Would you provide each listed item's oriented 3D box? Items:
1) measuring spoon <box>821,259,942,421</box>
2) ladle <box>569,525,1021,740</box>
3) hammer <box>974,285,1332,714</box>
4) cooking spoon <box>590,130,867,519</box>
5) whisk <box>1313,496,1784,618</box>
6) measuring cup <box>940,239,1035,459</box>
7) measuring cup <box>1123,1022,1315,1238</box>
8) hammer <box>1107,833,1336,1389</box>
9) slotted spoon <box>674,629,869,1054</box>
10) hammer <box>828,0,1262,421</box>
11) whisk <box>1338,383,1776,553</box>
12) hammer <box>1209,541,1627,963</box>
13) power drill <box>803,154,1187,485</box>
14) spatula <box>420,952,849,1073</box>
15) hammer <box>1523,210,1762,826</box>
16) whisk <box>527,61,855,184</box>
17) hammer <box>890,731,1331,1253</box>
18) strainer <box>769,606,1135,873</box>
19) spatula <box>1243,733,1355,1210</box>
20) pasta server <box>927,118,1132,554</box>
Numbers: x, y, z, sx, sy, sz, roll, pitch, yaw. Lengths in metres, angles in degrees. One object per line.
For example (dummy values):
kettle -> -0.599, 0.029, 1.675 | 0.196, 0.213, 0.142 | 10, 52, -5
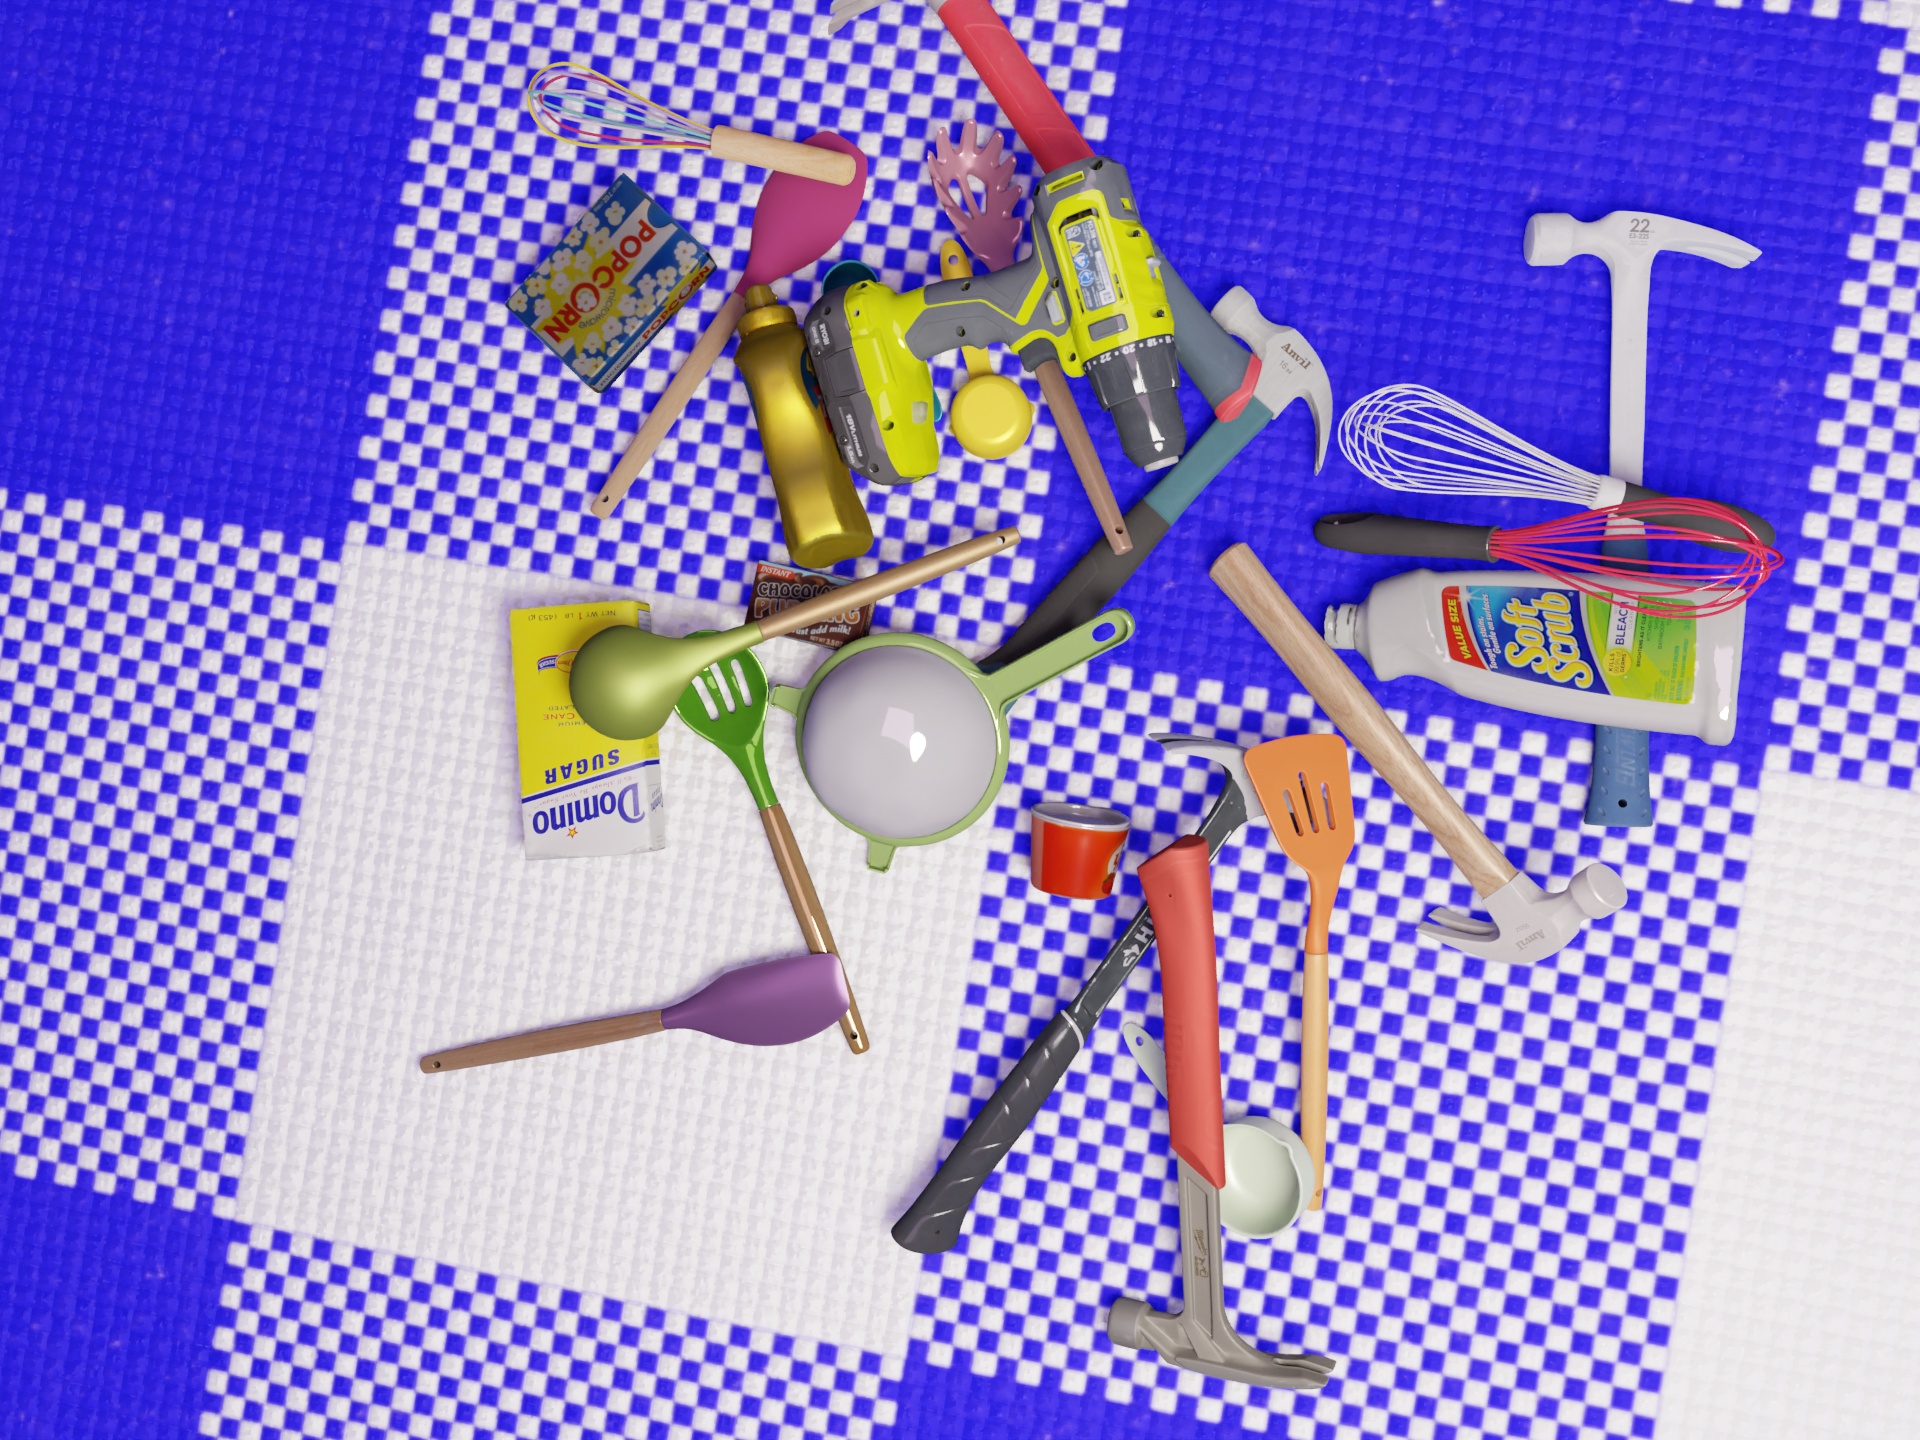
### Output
measuring spoon -> -0.051, -0.264, 1.115 | 0.042, 0.021, 0.128 | -33, 95, 12
ladle -> -0.110, -0.069, 1.073 | 0.320, 0.062, 0.078 | -21, 93, -6
hammer -> 0.123, -0.132, 1.084 | 0.128, 0.033, 0.331 | 43, 93, 6
cooking spoon -> -0.168, -0.276, 1.122 | 0.069, 0.017, 0.319 | 34, 91, 5
whisk -> 0.350, -0.108, 0.983 | 0.296, 0.073, 0.073 | 12, 90, 42
measuring cup -> 0.009, -0.258, 1.097 | 0.062, 0.029, 0.156 | -14, 90, 5
measuring cup -> 0.171, 0.268, 1.072 | 0.168, 0.038, 0.083 | 51, 119, 22
hammer -> 0.159, 0.251, 1.016 | 0.149, 0.036, 0.359 | 2, 102, 27
slotted spoon -> -0.126, 0.085, 1.109 | 0.070, 0.031, 0.314 | -22, 89, 5
hammer -> 0.066, -0.356, 1.058 | 0.143, 0.038, 0.386 | -31, 82, -14
whisk -> 0.380, -0.152, 1.015 | 0.284, 0.070, 0.070 | 16, 91, 1
hammer -> 0.276, 0.018, 1.041 | 0.031, 0.130, 0.331 | -27, 73, -39
power drill -> 0.029, -0.232, 1.027 | 0.228, 0.080, 0.190 | -15, 94, 24
spatula -> -0.231, 0.216, 1.114 | 0.316, 0.018, 0.060 | -11, 94, 8
hammer -> 0.445, -0.133, 1.050 | 0.144, 0.035, 0.405 | 1, 89, 6
whisk -> -0.191, -0.413, 1.109 | 0.245, 0.051, 0.047 | 15, 84, 8
hammer -> 0.082, 0.187, 1.053 | 0.149, 0.036, 0.409 | 33, 96, -27
strainer -> -0.002, -0.003, 1.045 | 0.256, 0.069, 0.151 | -28, 96, 18
spatula -> 0.228, 0.171, 1.044 | 0.081, 0.041, 0.322 | -9, 105, -25
pasta server -> 0.052, -0.258, 1.075 | 0.060, 0.040, 0.316 | -20, 80, -11
